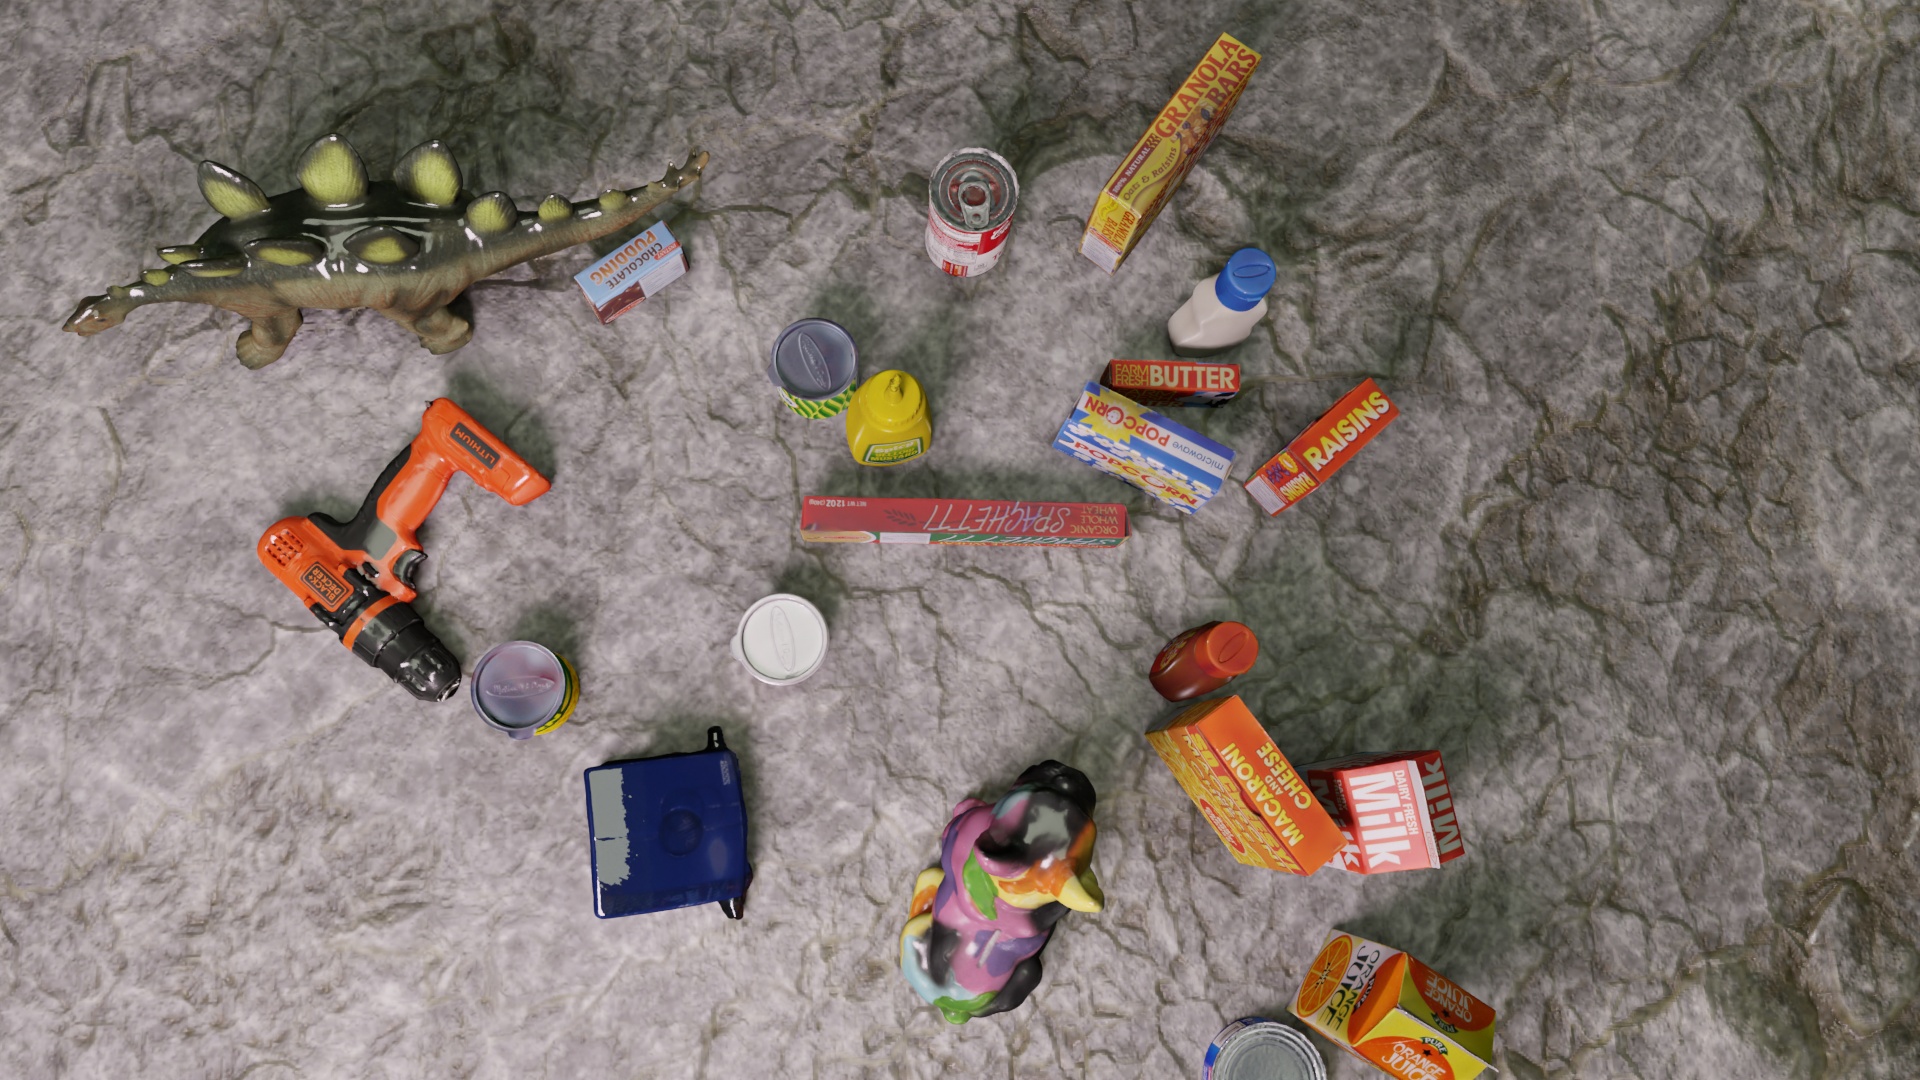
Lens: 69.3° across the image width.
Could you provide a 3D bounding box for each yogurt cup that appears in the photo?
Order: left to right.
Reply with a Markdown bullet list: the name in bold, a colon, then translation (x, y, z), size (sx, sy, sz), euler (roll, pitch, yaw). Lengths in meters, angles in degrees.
- **yogurt cup**: translation (-0.132, 0.076, 1.039), size (0.072, 0.054, 0.072), euler (1, 80, -4)

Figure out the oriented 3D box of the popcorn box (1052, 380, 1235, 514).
- **popcorn box**: translation (0.140, -0.070, 1.070), size (0.127, 0.085, 0.038), euler (26, 79, 1)

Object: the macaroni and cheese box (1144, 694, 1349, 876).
- **macaroni and cheese box**: translation (0.197, 0.174, 0.988), size (0.040, 0.166, 0.124), euler (-36, 84, -9)

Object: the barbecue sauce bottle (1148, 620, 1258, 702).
- **barbecue sauce bottle**: translation (0.180, 0.085, 1.012), size (0.044, 0.148, 0.065), euler (45, 80, 4)

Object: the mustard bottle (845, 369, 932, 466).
- **mustard bottle**: translation (-0.052, -0.093, 1.022), size (0.065, 0.160, 0.049), euler (-10, 81, -6)

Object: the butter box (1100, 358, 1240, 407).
- **butter box**: translation (0.164, -0.123, 1.098), size (0.103, 0.053, 0.024), euler (2, 80, -4)

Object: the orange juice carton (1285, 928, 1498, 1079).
- **orange juice carton**: translation (0.298, 0.326, 0.953), size (0.072, 0.192, 0.073), euler (33, 80, 2)

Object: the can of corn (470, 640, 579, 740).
- **can of corn**: translation (-0.317, 0.112, 1.017), size (0.071, 0.058, 0.071), euler (1, 80, -4)

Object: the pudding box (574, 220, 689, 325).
- **pudding box**: translation (-0.256, -0.208, 1.085), size (0.084, 0.049, 0.030), euler (-36, 84, -9)

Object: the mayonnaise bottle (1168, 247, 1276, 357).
- **mayonnaise bottle**: translation (0.204, -0.181, 1.063), size (0.065, 0.148, 0.041), euler (-10, 81, -6)

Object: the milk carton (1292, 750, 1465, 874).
- **milk carton**: translation (0.292, 0.190, 0.979), size (0.073, 0.190, 0.072), euler (-11, 81, -6)

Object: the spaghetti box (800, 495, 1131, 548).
- **spaghetti box**: translation (0.004, -0.013, 1.067), size (0.250, 0.050, 0.029), euler (1, 80, -4)

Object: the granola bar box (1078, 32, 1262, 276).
- **granola bar box**: translation (0.161, -0.302, 1.094), size (0.039, 0.124, 0.166), euler (36, 79, 3)

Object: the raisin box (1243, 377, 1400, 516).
- **raisin box**: translation (0.273, -0.070, 1.060), size (0.086, 0.123, 0.040), euler (-40, 85, -9)

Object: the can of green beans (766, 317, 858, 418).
- **can of green beans**: translation (-0.112, -0.132, 1.077), size (0.071, 0.057, 0.071), euler (1, 80, -4)
